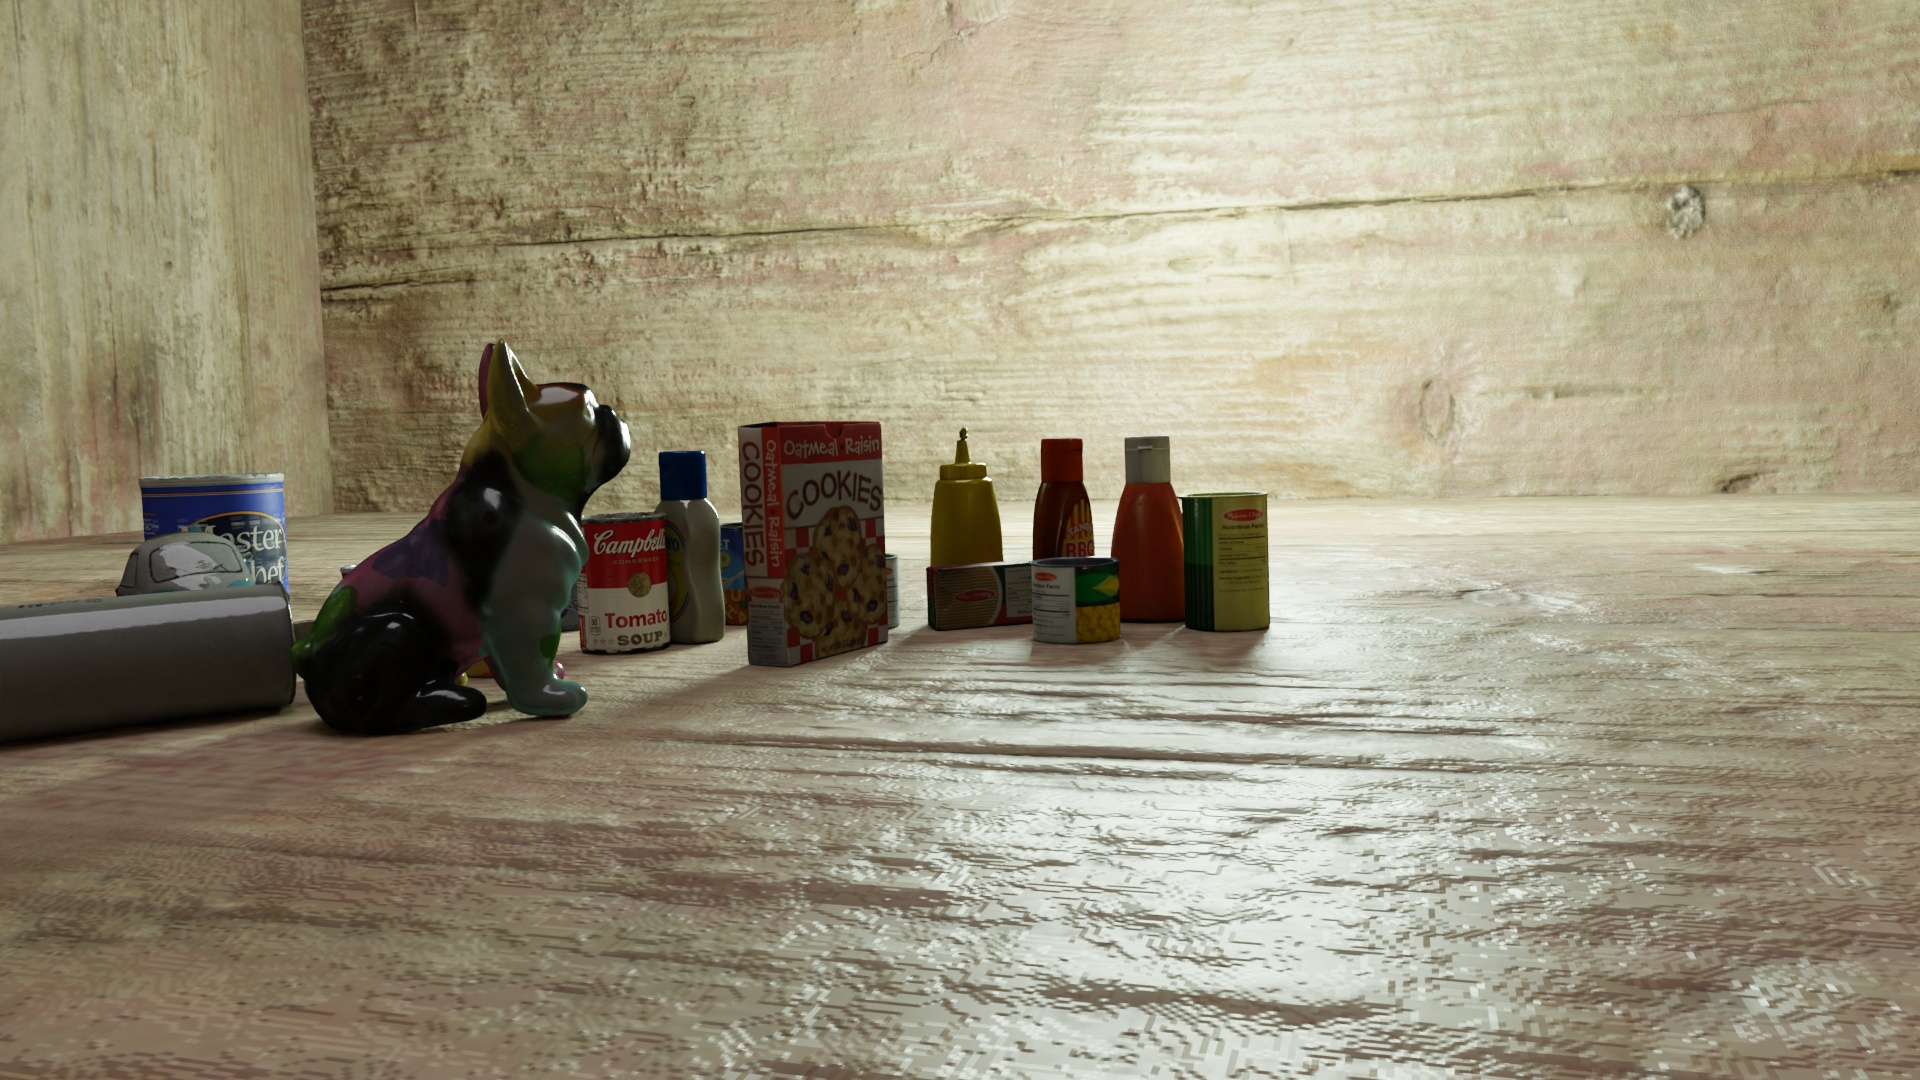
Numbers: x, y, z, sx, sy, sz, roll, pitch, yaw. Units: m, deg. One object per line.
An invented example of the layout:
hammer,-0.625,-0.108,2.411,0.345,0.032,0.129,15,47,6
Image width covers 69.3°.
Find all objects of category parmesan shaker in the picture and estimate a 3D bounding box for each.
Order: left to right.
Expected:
parmesan shaker,0.201,0.015,1.068,0.071,0.103,0.071,-2,4,0

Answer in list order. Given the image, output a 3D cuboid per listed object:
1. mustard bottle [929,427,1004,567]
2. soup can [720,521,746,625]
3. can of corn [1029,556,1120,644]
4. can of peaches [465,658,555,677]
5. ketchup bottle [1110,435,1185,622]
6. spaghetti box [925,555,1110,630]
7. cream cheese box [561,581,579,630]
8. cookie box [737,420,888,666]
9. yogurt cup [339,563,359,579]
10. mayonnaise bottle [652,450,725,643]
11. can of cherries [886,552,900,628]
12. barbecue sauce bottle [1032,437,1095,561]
mustard bottle,0.004,-0.015,1.158,0.049,0.160,0.065,1,5,34
soup can,-0.184,0.027,1.187,0.071,0.083,0.071,-2,4,0
can of corn,0.088,0.044,1.035,0.071,0.058,0.071,-2,4,0
can of peaches,-0.319,0.062,0.968,0.071,0.058,0.071,-2,4,0
ketchup bottle,0.151,-0.010,1.115,0.065,0.148,0.043,-1,4,12
spaghetti box,0.093,0.039,1.144,0.251,0.050,0.028,-3,4,-21
cream cheese box,-0.359,0.051,1.150,0.104,0.053,0.024,-4,5,-27
cookie box,-0.102,-0.002,0.996,0.040,0.167,0.123,1,5,31
yogurt cup,-0.518,0.048,1.245,0.072,0.054,0.072,-2,4,0
mayonnaise bottle,-0.214,0.004,1.081,0.064,0.148,0.041,2,5,41
can of cherries,-0.084,0.041,1.132,0.071,0.058,0.071,-2,4,0
barbecue sauce bottle,0.088,-0.014,1.194,0.043,0.148,0.065,1,5,40
